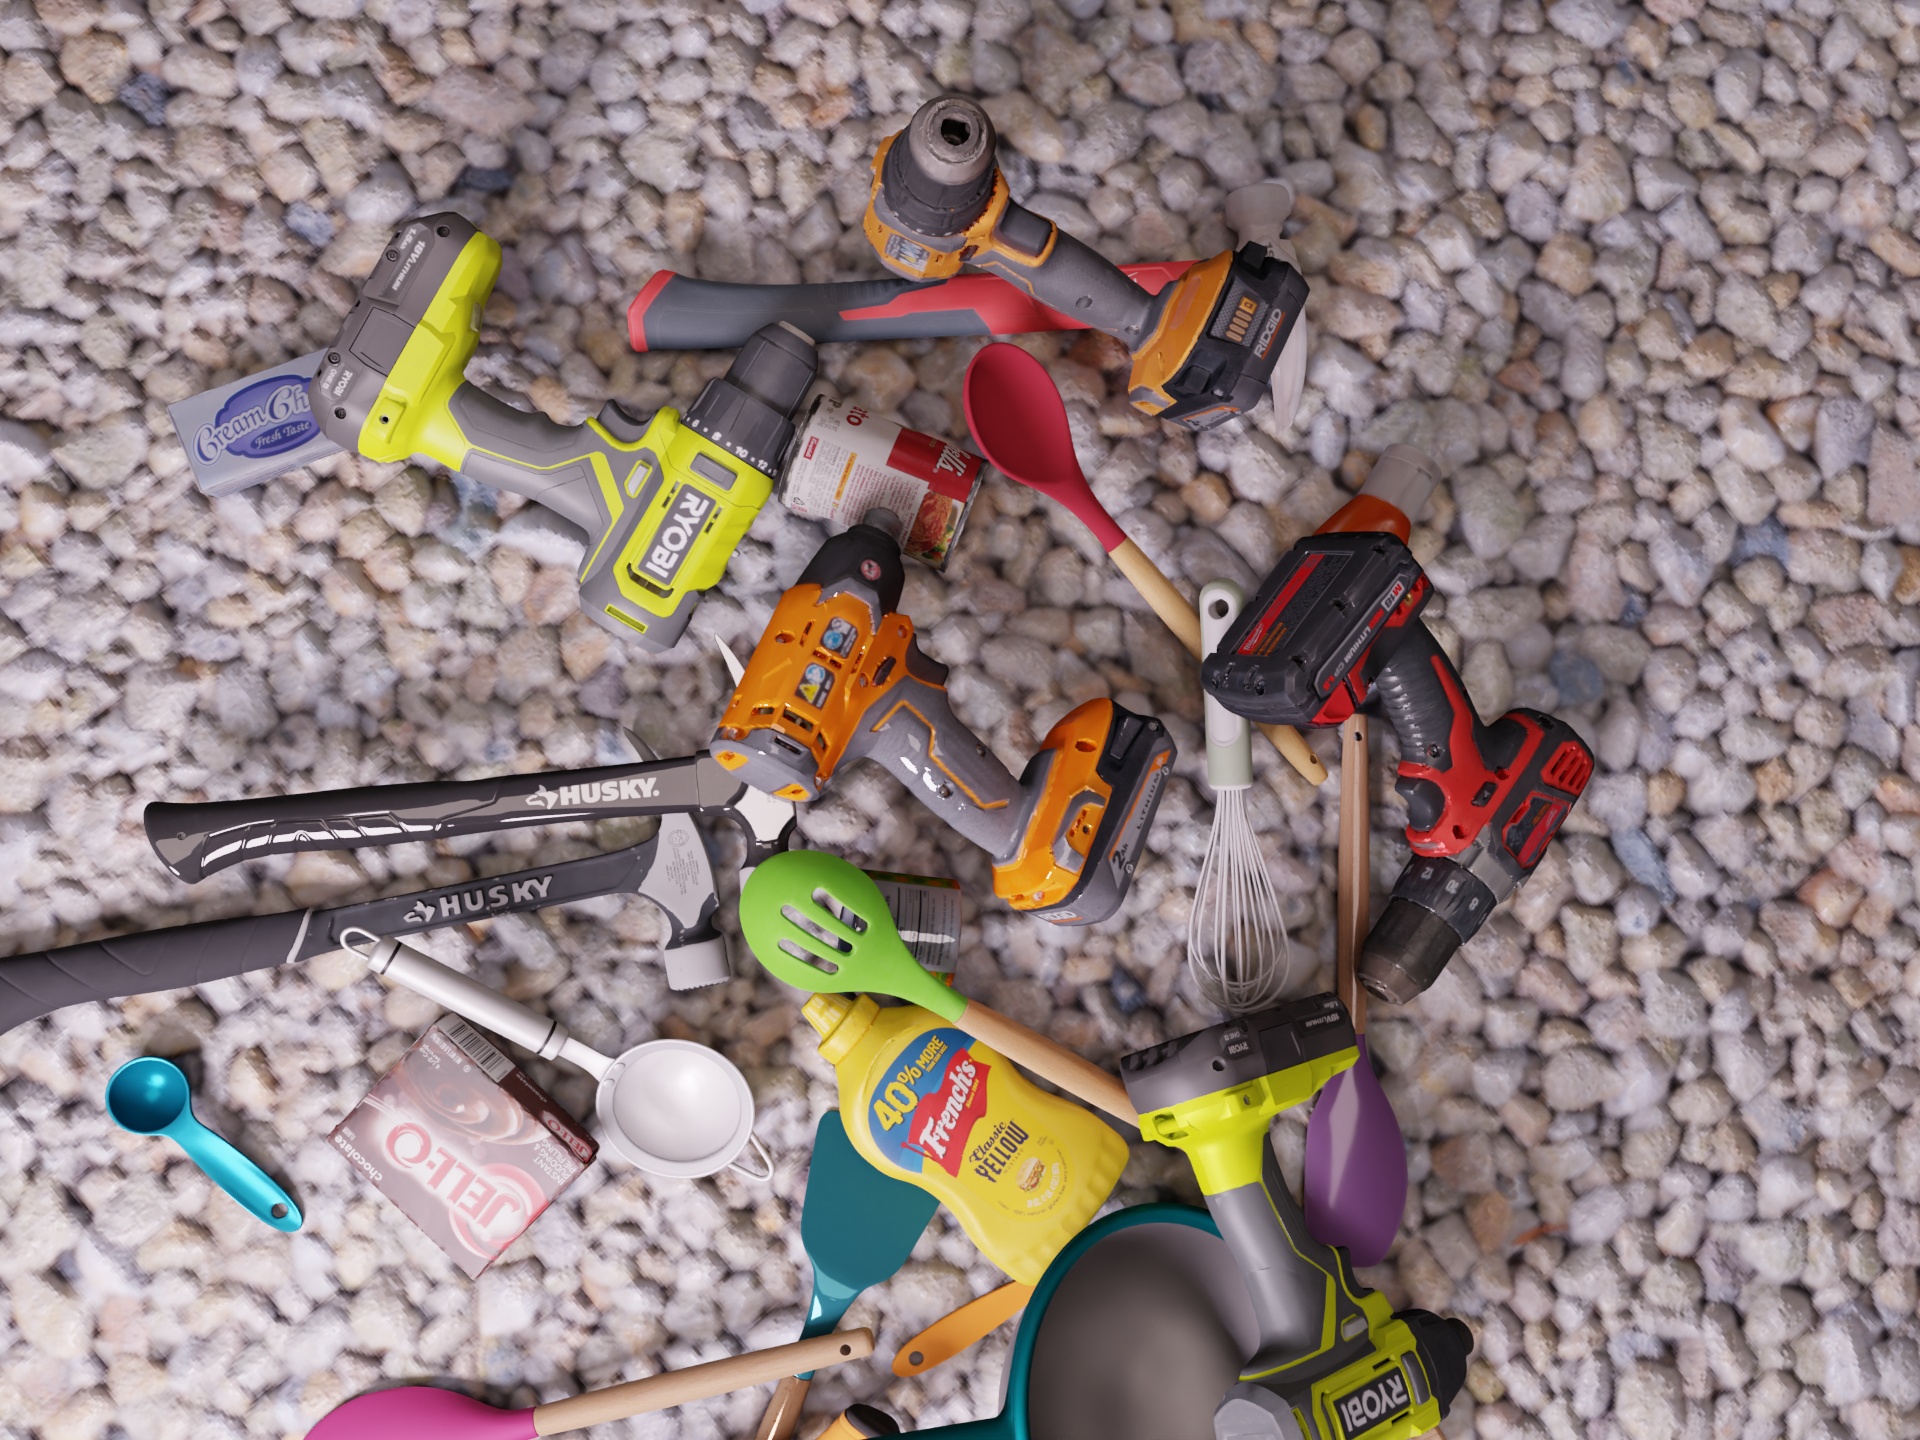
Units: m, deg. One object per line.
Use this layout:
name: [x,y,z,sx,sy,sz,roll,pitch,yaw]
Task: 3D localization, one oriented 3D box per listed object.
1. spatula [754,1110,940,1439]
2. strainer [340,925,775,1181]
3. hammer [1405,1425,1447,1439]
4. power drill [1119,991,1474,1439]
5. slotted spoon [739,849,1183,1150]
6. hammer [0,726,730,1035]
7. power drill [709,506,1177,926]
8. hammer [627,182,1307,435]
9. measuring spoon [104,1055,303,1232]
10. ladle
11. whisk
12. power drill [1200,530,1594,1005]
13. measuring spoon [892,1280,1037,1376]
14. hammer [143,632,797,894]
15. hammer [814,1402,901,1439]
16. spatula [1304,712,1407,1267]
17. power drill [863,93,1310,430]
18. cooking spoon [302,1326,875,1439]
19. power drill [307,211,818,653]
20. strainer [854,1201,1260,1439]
spatula: [-0.095,0.377,0.870,0.082,0.044,0.317,22,89,-3]
strainer: [-0.208,0.171,0.844,0.258,0.050,0.087,32,107,-15]
hammer: [0.122,0.473,0.876,0.331,0.031,0.130,-27,89,-7]
power drill: [0.182,0.266,0.836,0.171,0.080,0.223,-6,72,-39]
slotted spoon: [0.022,0.163,0.841,0.313,0.031,0.070,32,94,-17]
hammer: [-0.338,0.108,0.863,0.409,0.036,0.149,-10,86,-5]
power drill: [-0.001,-0.003,0.847,0.226,0.084,0.164,29,69,-16]
hammer: [0.006,-0.224,0.915,0.386,0.038,0.143,-5,88,-5]
measuring spoon: [-0.404,0.230,0.860,0.042,0.021,0.128,-45,99,-7]
ladle: [0.107,-0.081,0.900,0.315,0.031,0.069,48,60,-9]
whisk: [0.150,0.044,0.886,0.058,0.059,0.246,-2,94,24]
power drill: [0.233,0.028,0.865,0.226,0.080,0.188,44,77,-23]
measuring spoon: [0.013,0.333,0.886,0.117,0.011,0.021,-29,89,-6]
hammer: [-0.257,0.040,0.842,0.334,0.035,0.146,-5,85,-4]
hammer: [-0.185,0.445,0.832,0.337,0.034,0.127,-22,87,1]
spatula: [0.228,0.154,0.914,0.060,0.018,0.316,1,87,-1]
power drill: [0.059,-0.236,0.810,0.226,0.185,0.084,25,90,-7]
cooking spoon: [-0.200,0.366,0.846,0.319,0.017,0.069,-15,87,3]
power drill: [-0.205,-0.170,0.854,0.228,0.080,0.190,30,94,-11]
strainer: [0.042,0.364,0.805,0.340,0.095,0.211,4,64,-28]
